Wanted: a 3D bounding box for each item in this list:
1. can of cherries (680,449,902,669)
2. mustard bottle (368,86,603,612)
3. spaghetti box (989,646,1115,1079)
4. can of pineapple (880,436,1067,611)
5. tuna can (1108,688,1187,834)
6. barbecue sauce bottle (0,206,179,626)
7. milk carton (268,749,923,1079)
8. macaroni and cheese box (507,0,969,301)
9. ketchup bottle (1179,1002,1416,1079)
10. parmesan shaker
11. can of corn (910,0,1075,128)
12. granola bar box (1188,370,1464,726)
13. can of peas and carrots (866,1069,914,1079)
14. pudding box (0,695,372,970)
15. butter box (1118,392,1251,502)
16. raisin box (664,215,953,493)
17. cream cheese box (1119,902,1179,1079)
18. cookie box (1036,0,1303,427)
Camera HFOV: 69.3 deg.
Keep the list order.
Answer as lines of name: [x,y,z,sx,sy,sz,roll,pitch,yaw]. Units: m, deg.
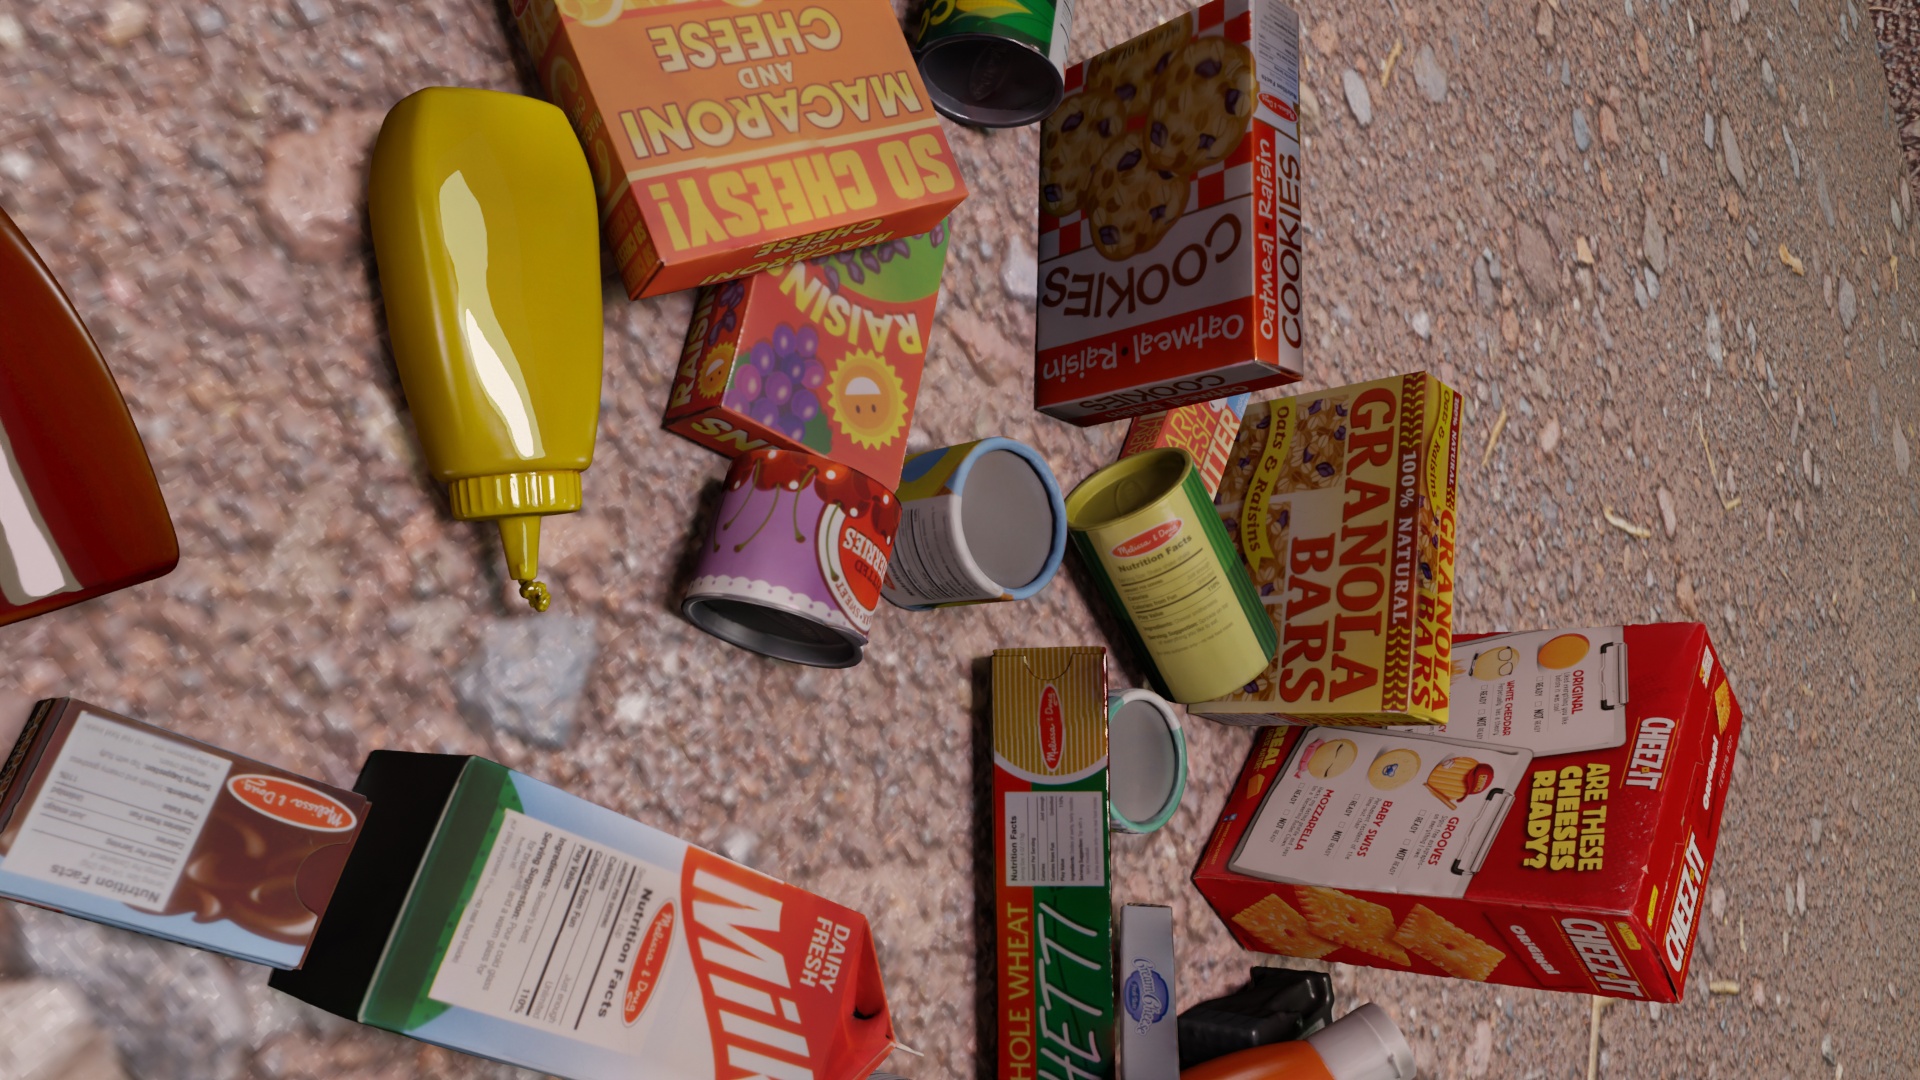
can of cherries: [-0.057,0.007,0.495,0.071,0.071,0.058,32,63,-37]
mustard bottle: [-0.144,-0.057,0.435,0.065,0.048,0.160,-4,88,-44]
spaghetti box: [0.039,0.170,0.576,0.028,0.050,0.250,46,43,-80]
can of pineapple: [0.002,-0.007,0.563,0.071,0.058,0.071,8,79,-43]
tuna can: [0.071,0.103,0.632,0.071,0.033,0.071,8,78,-43]
barbecue sauce bottle: [-0.249,-0.052,0.337,0.065,0.043,0.148,-25,101,-43]
milk carton: [-0.100,0.134,0.435,0.190,0.072,0.074,33,62,-35]
macaroni and cheese box: [-0.084,-0.176,0.480,0.124,0.040,0.166,-21,88,-31]
ketchup bottle: [0.128,0.254,0.610,0.149,0.043,0.064,-24,99,-11]
parmesan shaker: [0.095,0.018,0.648,0.072,0.071,0.102,-47,117,-38]
can of corn: [0.013,-0.223,0.601,0.071,0.071,0.058,23,68,-40]
granola bar box: [0.181,0.008,0.689,0.039,0.124,0.166,22,70,-39]
can of peas and carrots: [-0.028,0.230,0.500,0.071,0.058,0.071,7,79,-43]
pudding box: [-0.208,0.079,0.366,0.083,0.030,0.050,32,62,-37]
butter box: [0.116,-0.061,0.705,0.053,0.024,0.104,44,57,-32]
raisin box: [-0.055,-0.086,0.532,0.086,0.040,0.124,26,65,-39]
cream cheese box: [0.079,0.210,0.587,0.104,0.024,0.053,-80,169,-58]
cookie box: [0.092,-0.144,0.625,0.040,0.122,0.167,10,77,-42]
